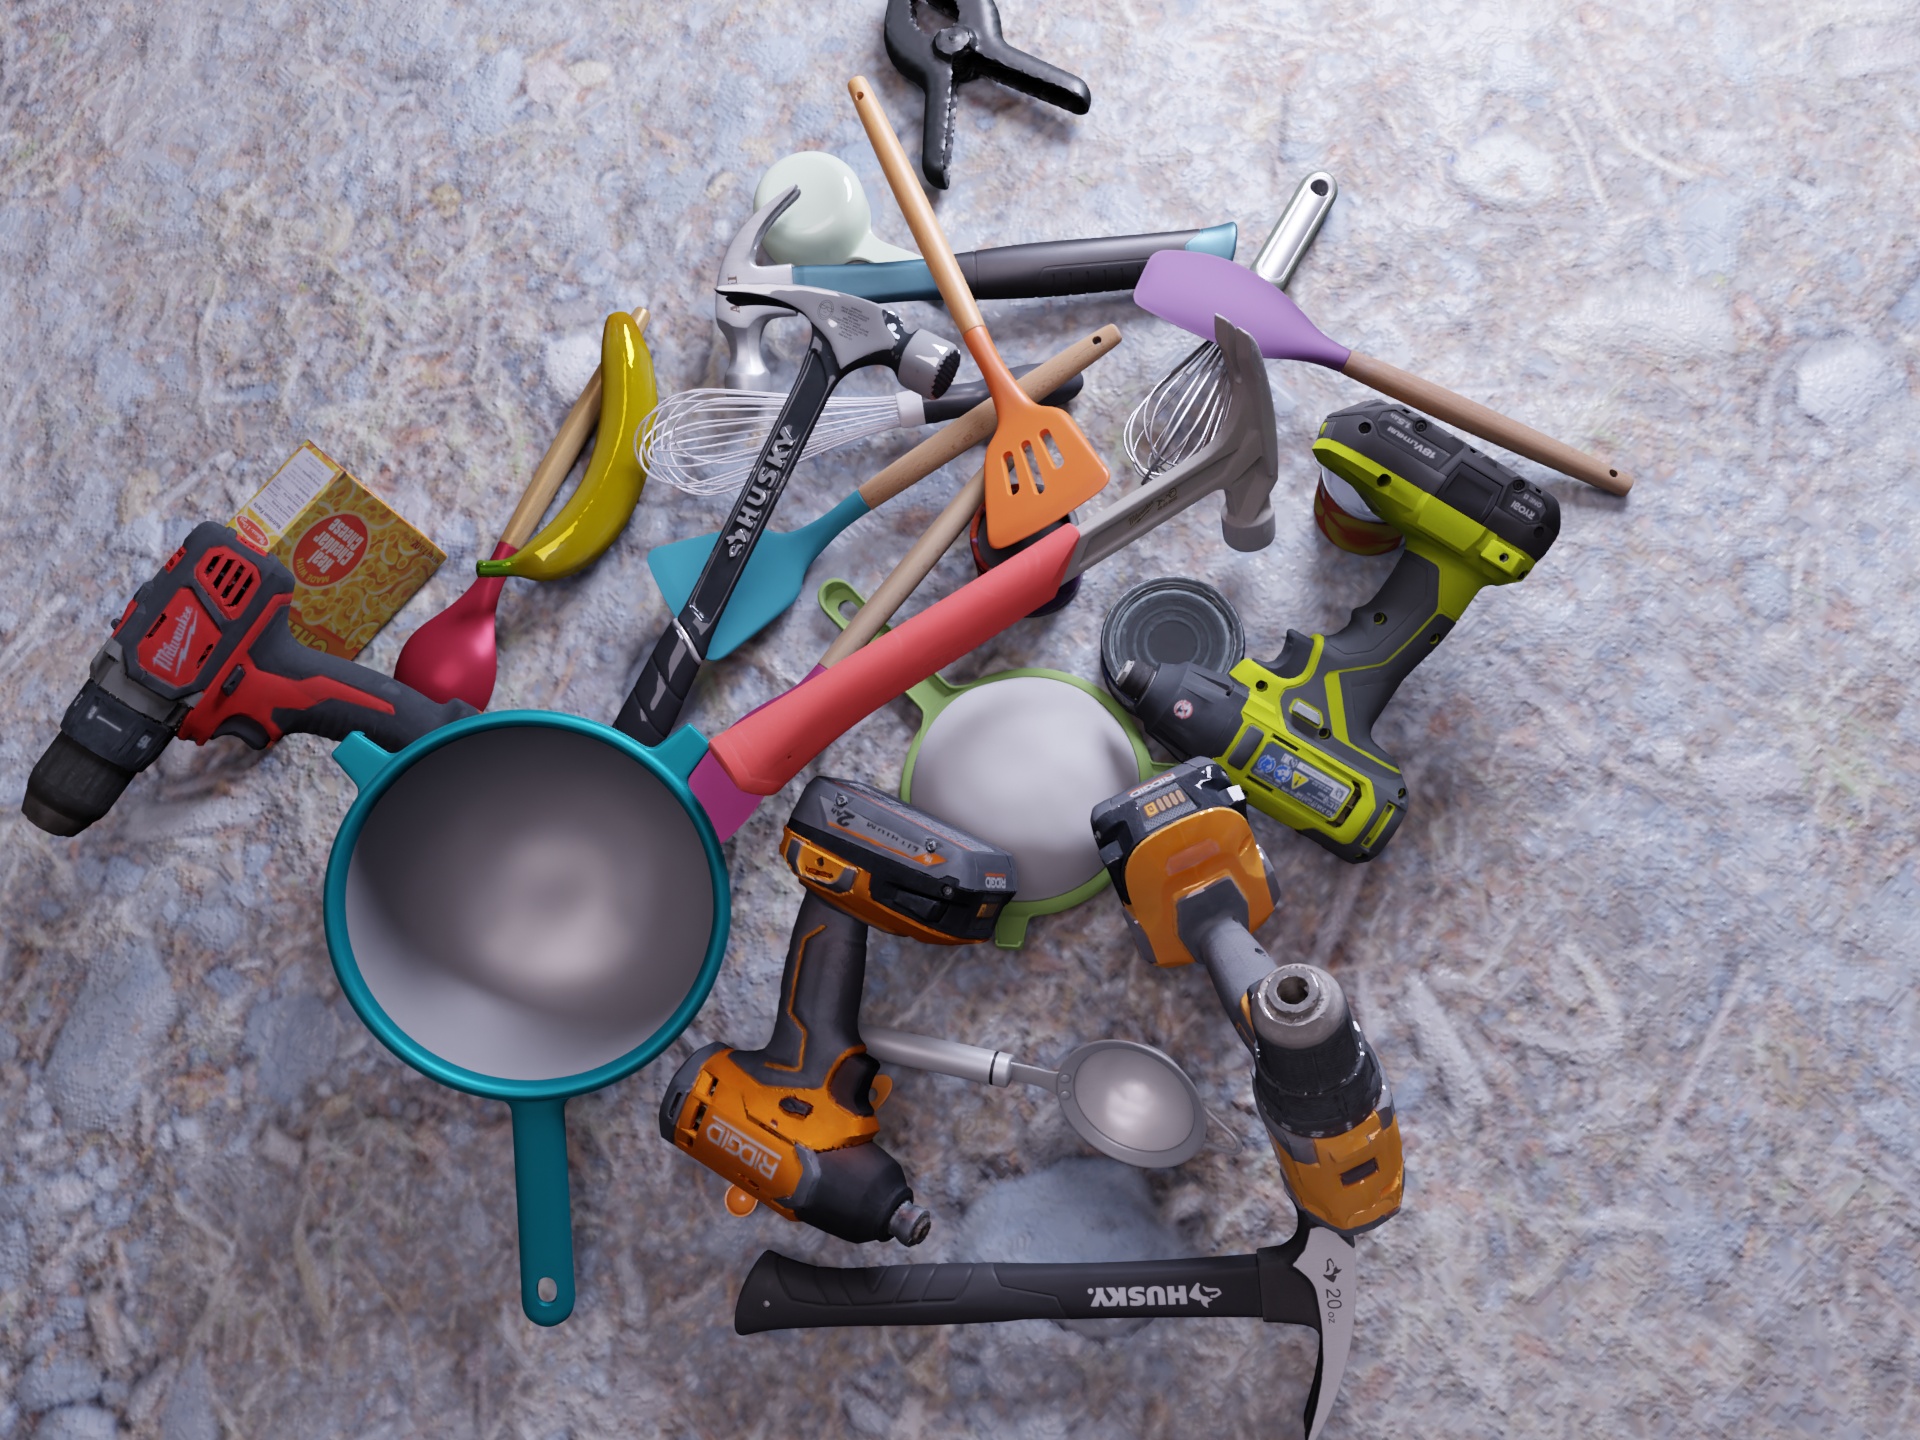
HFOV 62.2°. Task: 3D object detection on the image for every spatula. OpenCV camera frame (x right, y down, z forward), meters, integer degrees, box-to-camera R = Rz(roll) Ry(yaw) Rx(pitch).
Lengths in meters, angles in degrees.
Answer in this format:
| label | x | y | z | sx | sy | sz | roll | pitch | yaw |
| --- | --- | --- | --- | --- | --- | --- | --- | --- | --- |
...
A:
| label | x | y | z | sx | sy | sz | roll | pitch | yaw |
| --- | --- | --- | --- | --- | --- | --- | --- | --- | --- |
| spatula | -0.004 | -0.254 | 0.947 | 0.081 | 0.041 | 0.323 | -28 | 77 | 19 |
| spatula | 0.254 | -0.205 | 0.948 | 0.316 | 0.018 | 0.060 | 25 | 69 | 2 |
| spatula | -0.039 | -0.150 | 0.967 | 0.317 | 0.044 | 0.082 | -33 | 78 | 6 |

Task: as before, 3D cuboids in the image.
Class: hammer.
| label | x | y | z | sx | sy | sz | roll | pitch | yaw |
| --- | --- | --- | --- | --- | --- | --- | --- | --- | --- |
| hammer | 0.041 | 0.310 | 0.848 | 0.335 | 0.035 | 0.146 | -5 | 90 | 10 |
| hammer | 0.009 | -0.280 | 1.006 | 0.331 | 0.033 | 0.128 | -4 | 99 | 2 |
| hammer | -0.157 | -0.068 | 0.938 | 0.149 | 0.036 | 0.409 | 28 | 93 | 13 |
| hammer | 0.023 | -0.075 | 0.857 | 0.359 | 0.149 | 0.037 | -32 | 47 | -13 |

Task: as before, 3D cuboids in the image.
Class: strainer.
| label | x | y | z | sx | sy | sz | roll | pitch | yaw |
| --- | --- | --- | --- | --- | --- | --- | --- | --- | --- |
| strainer | -0.001 | -0.003 | 0.926 | 0.151 | 0.069 | 0.256 | -43 | 72 | -5 |
| strainer | -0.231 | 0.158 | 0.888 | 0.211 | 0.095 | 0.340 | -1 | 98 | -6 |
| strainer | 0.032 | 0.194 | 0.887 | 0.258 | 0.050 | 0.086 | 9 | 120 | 15 |

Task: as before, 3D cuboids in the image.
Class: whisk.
| label | x | y | z | sx | sy | sz | roll | pitch | yaw |
| --- | --- | --- | --- | --- | --- | --- | --- | --- | --- |
| whisk | 0.172 | -0.245 | 0.983 | 0.058 | 0.059 | 0.246 | 30 | 76 | 2 |
| whisk | -0.063 | -0.189 | 0.996 | 0.284 | 0.070 | 0.070 | -9 | 74 | -1 |

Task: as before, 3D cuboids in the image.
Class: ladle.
| label | x | y | z | sx | sy | sz | roll | pitch | yaw |
| --- | --- | --- | --- | --- | --- | --- | --- | --- | --- |
| ladle | -0.275 | -0.133 | 1.021 | 0.069 | 0.031 | 0.315 | 23 | 78 | 11 |

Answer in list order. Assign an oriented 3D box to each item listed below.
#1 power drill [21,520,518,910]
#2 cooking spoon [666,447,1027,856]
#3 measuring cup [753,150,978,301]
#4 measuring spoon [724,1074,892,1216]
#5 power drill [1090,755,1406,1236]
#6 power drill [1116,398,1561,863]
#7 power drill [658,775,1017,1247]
| label | x | y | z | sx | sy | sz | roll | pitch | yaw |
| --- | --- | --- | --- | --- | --- | --- | --- | --- | --- |
| power drill | -0.383 | 0.022 | 0.900 | 0.226 | 0.080 | 0.188 | 37 | 81 | -26 |
| cooking spoon | -0.062 | -0.048 | 0.937 | 0.319 | 0.017 | 0.069 | -51 | 42 | -10 |
| measuring cup | -0.061 | -0.315 | 1.034 | 0.168 | 0.038 | 0.083 | 29 | 81 | 15 |
| measuring spoon | -0.085 | 0.242 | 0.906 | 0.117 | 0.011 | 0.021 | -38 | 68 | -7 |
| power drill | 0.141 | 0.120 | 0.785 | 0.084 | 0.185 | 0.226 | -25 | 46 | 0 |
| power drill | 0.205 | -0.055 | 0.871 | 0.171 | 0.080 | 0.223 | 30 | 99 | -3 |
| power drill | -0.055 | 0.161 | 0.856 | 0.164 | 0.084 | 0.226 | 25 | 94 | 26 |
